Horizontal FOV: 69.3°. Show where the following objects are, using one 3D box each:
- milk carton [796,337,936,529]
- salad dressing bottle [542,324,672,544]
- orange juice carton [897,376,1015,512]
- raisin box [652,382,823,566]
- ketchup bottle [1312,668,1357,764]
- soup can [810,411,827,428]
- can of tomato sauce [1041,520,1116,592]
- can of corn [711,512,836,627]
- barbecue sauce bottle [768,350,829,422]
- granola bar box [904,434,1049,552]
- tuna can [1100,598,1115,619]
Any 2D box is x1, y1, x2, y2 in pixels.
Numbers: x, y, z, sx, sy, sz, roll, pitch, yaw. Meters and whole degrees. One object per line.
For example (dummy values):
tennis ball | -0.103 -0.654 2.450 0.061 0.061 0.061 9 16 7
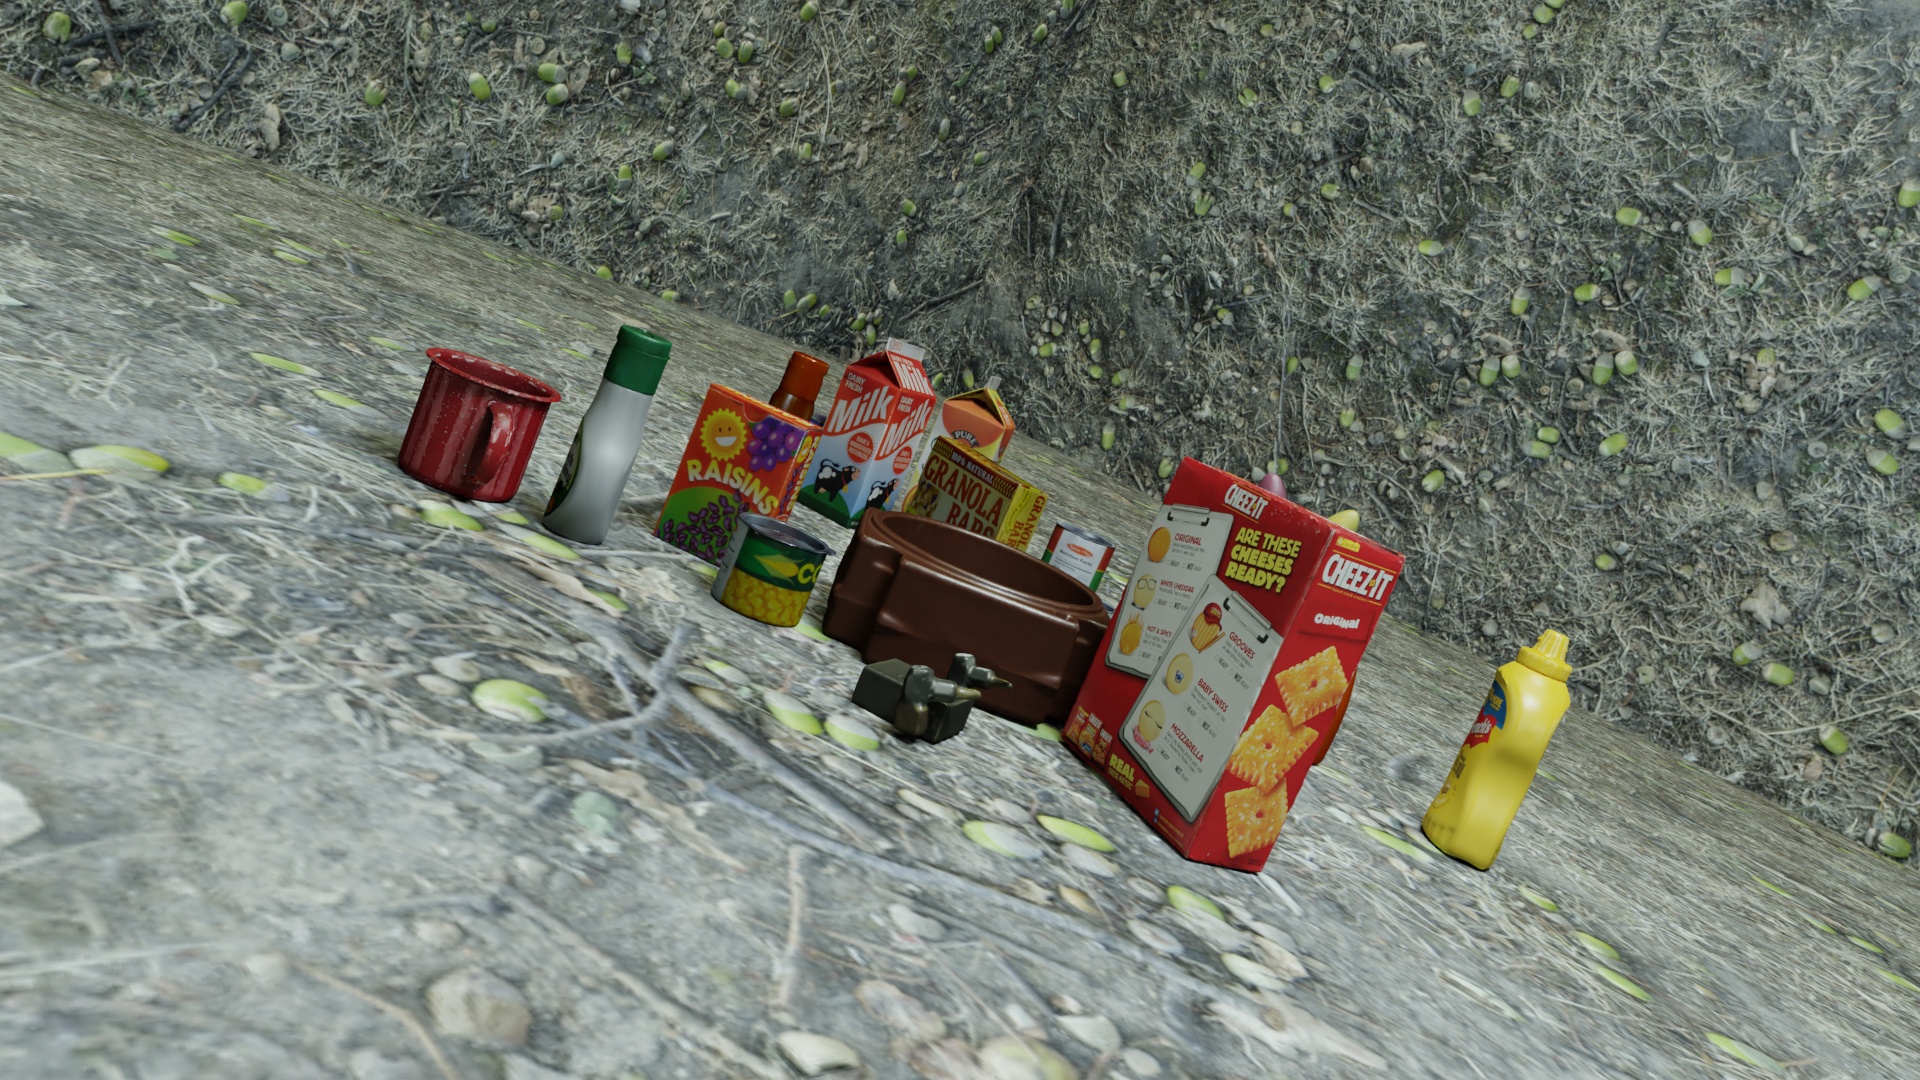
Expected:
milk carton | -0.089 -0.111 1.407 0.073 0.190 0.072 27 9 27
salad dressing bottle | -0.239 -0.072 0.945 0.044 0.147 0.064 20 9 -20
orange juice carton | 0.000 -0.083 1.457 0.073 0.192 0.072 24 8 8
raisin box | -0.166 -0.044 1.037 0.086 0.123 0.040 25 8 12
ketchup bottle | 0.314 0.116 1.207 0.065 0.148 0.043 30 11 40
soup can | -0.171 -0.094 1.449 0.071 0.083 0.071 22 8 -3
can of tomato sauce | 0.113 0.030 1.423 0.071 0.083 0.071 22 9 -3
can of corn | -0.129 0.021 0.956 0.071 0.058 0.071 22 9 -3
barbecue sauce bottle | -0.167 -0.103 1.301 0.044 0.148 0.065 21 8 -11
granola bar box | 0.005 -0.016 1.295 0.039 0.124 0.166 18 10 -32
tuna can | 0.115 0.069 1.360 0.071 0.032 0.071 22 9 -3
